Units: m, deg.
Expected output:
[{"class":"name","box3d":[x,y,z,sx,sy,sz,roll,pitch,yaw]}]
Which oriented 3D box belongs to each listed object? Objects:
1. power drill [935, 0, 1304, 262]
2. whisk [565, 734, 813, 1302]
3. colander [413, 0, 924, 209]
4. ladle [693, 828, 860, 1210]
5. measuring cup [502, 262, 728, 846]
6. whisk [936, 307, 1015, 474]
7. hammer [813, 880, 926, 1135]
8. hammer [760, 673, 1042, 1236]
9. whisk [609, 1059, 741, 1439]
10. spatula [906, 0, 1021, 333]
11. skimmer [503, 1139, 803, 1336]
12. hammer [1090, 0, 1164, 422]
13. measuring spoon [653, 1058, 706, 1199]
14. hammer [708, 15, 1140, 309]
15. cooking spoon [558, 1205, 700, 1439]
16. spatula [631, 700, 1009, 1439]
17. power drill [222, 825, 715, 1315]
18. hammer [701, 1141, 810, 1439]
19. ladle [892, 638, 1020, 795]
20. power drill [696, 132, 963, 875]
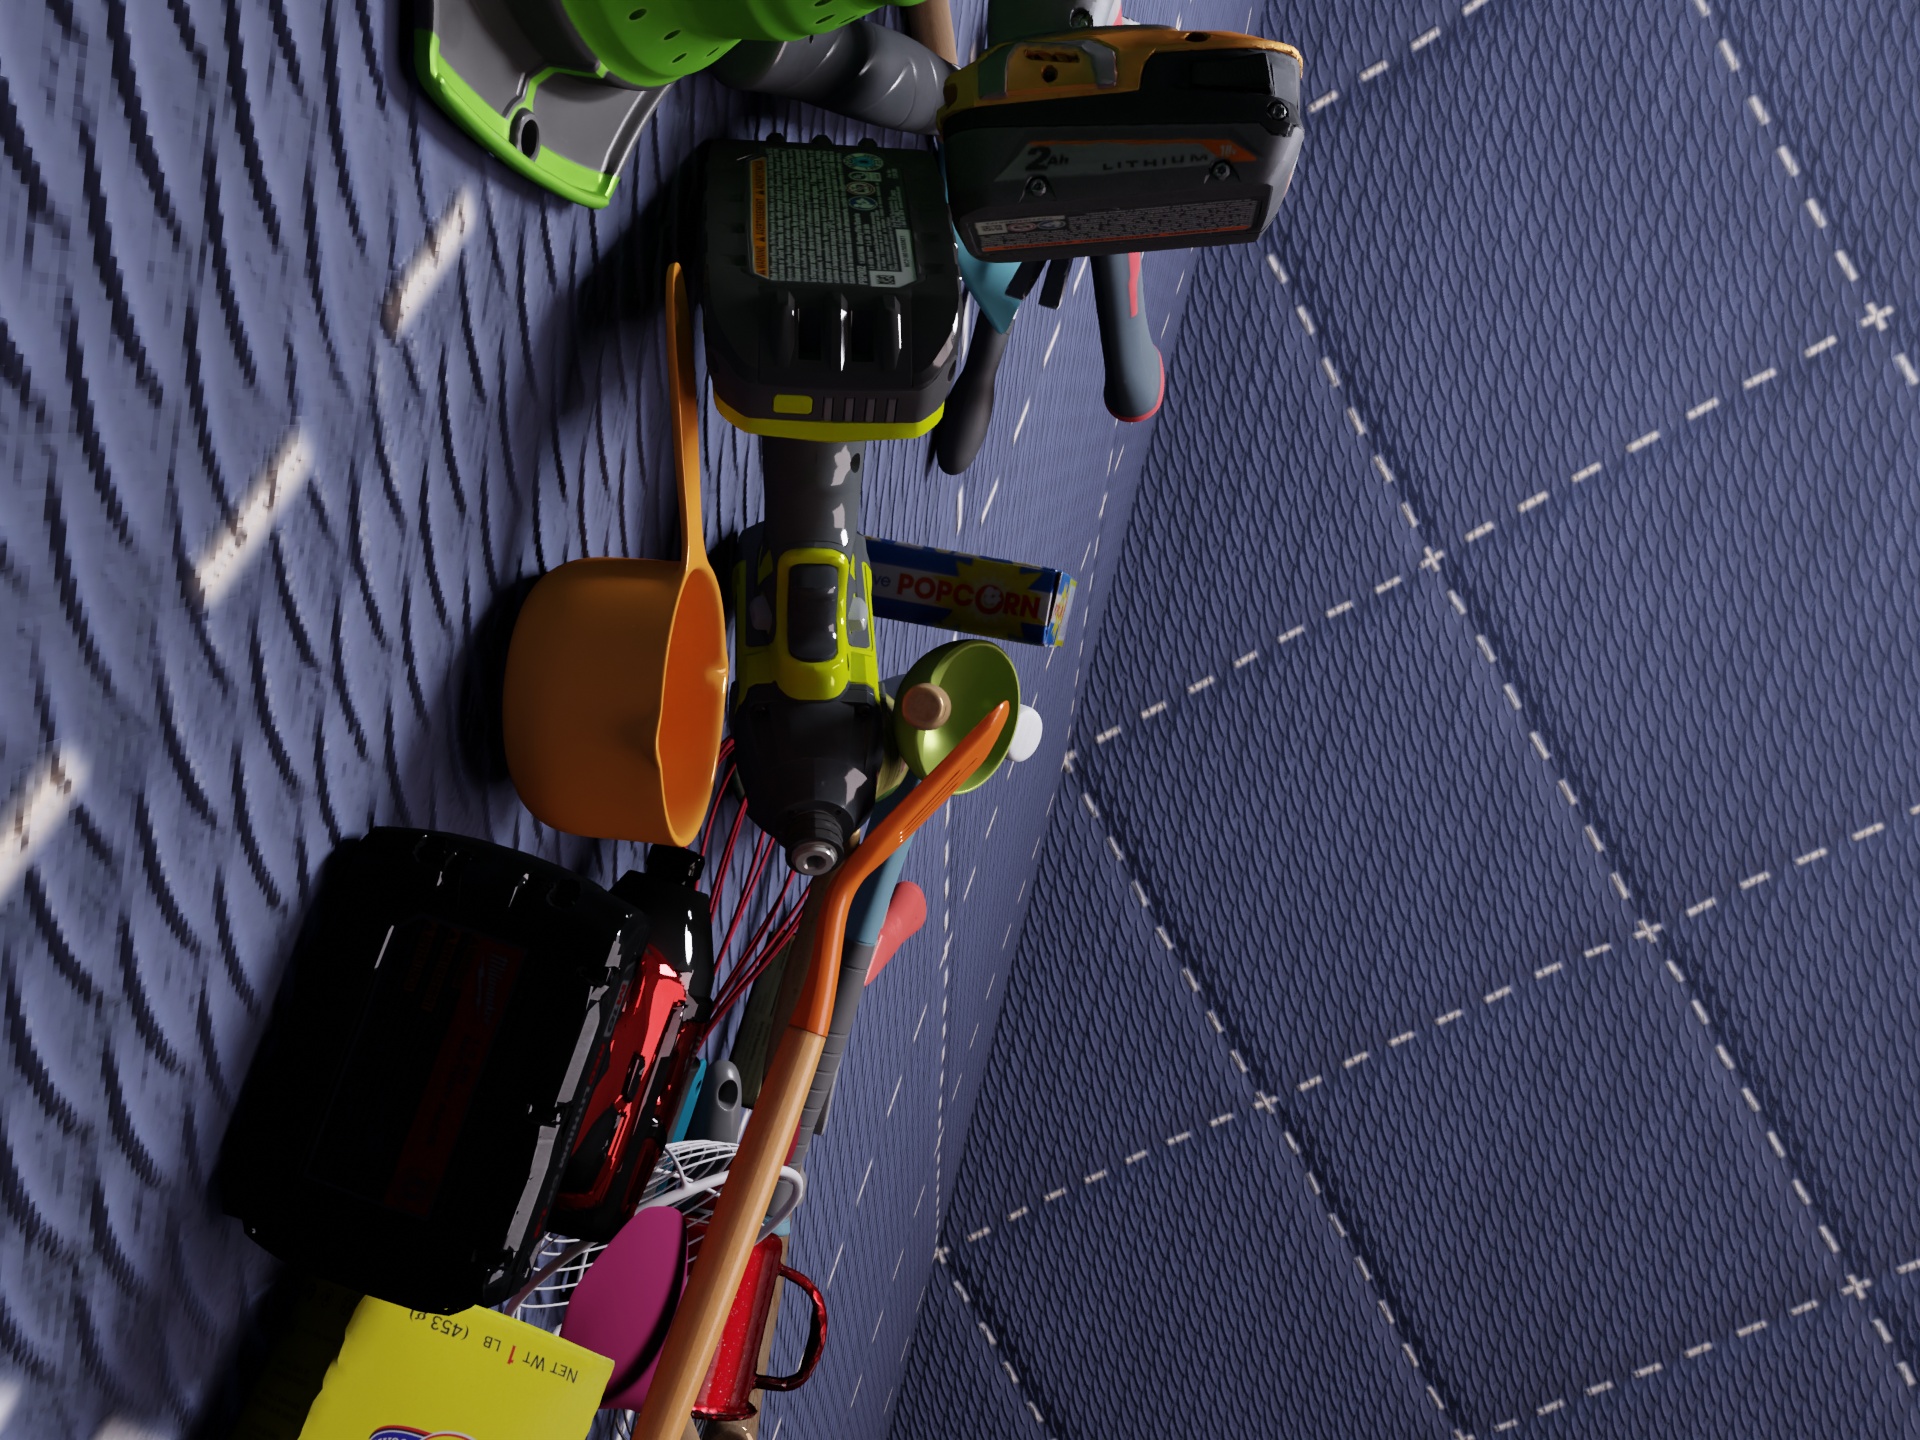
[{"class":"power drill","box3d":[0.073,-0.282,0.538,0.084,0.185,0.226,-6,93,-84]},{"class":"whisk","box3d":[-0.118,0.131,0.699,0.073,0.073,0.296,-27,138,-79]},{"class":"colander","box3d":[-0.019,-0.315,0.370,0.204,0.094,0.397,-15,121,-80]},{"class":"ladle","box3d":[-0.079,0.145,0.722,0.069,0.031,0.315,-39,158,-40]},{"class":"measuring cup","box3d":[-0.105,-0.047,0.476,0.095,0.052,0.173,-75,166,-75]},{"class":"whisk","box3d":[0.034,-0.281,0.946,0.070,0.070,0.284,-50,159,-70]},{"class":"hammer","box3d":[-0.063,0.168,1.100,0.359,0.037,0.149,-6,111,-86]},{"class":"hammer","box3d":[-0.062,0.131,0.869,0.033,0.128,0.331,16,95,-51]},{"class":"whisk","box3d":[-0.149,0.298,0.857,0.055,0.055,0.239,-17,117,-80]},{"class":"spatula","box3d":[0.003,-0.290,0.745,0.317,0.044,0.082,64,46,-76]},{"class":"skimmer","box3d":[-0.167,0.338,0.631,0.127,0.090,0.363,35,72,-61]},{"class":"hammer","box3d":[0.070,-0.239,0.804,0.143,0.038,0.386,-65,165,-12]},{"class":"measuring spoon","box3d":[-0.146,0.239,0.821,0.042,0.021,0.128,43,64,-81]},{"class":"hammer","box3d":[-0.001,-0.253,0.670,0.409,0.036,0.149,-34,141,-67]},{"class":"cooking spoon","box3d":[-0.112,0.283,0.629,0.069,0.017,0.318,-48,152,-36]},{"class":"spatula","box3d":[-0.055,0.139,0.574,0.081,0.041,0.323,100,10,-78]},{"class":"power drill","box3d":[-0.129,0.100,0.504,0.219,0.078,0.143,78,30,-79]},{"class":"hammer","box3d":[-0.114,0.312,0.942,0.331,0.031,0.130,-89,-172,-73]},{"class":"ladle","box3d":[-0.001,-0.002,0.656,0.320,0.062,0.078,-135,-118,-89]},{"class":"power drill","box3d":[-0.050,-0.070,0.556,0.171,0.080,0.223,-98,-169,-45]}]
